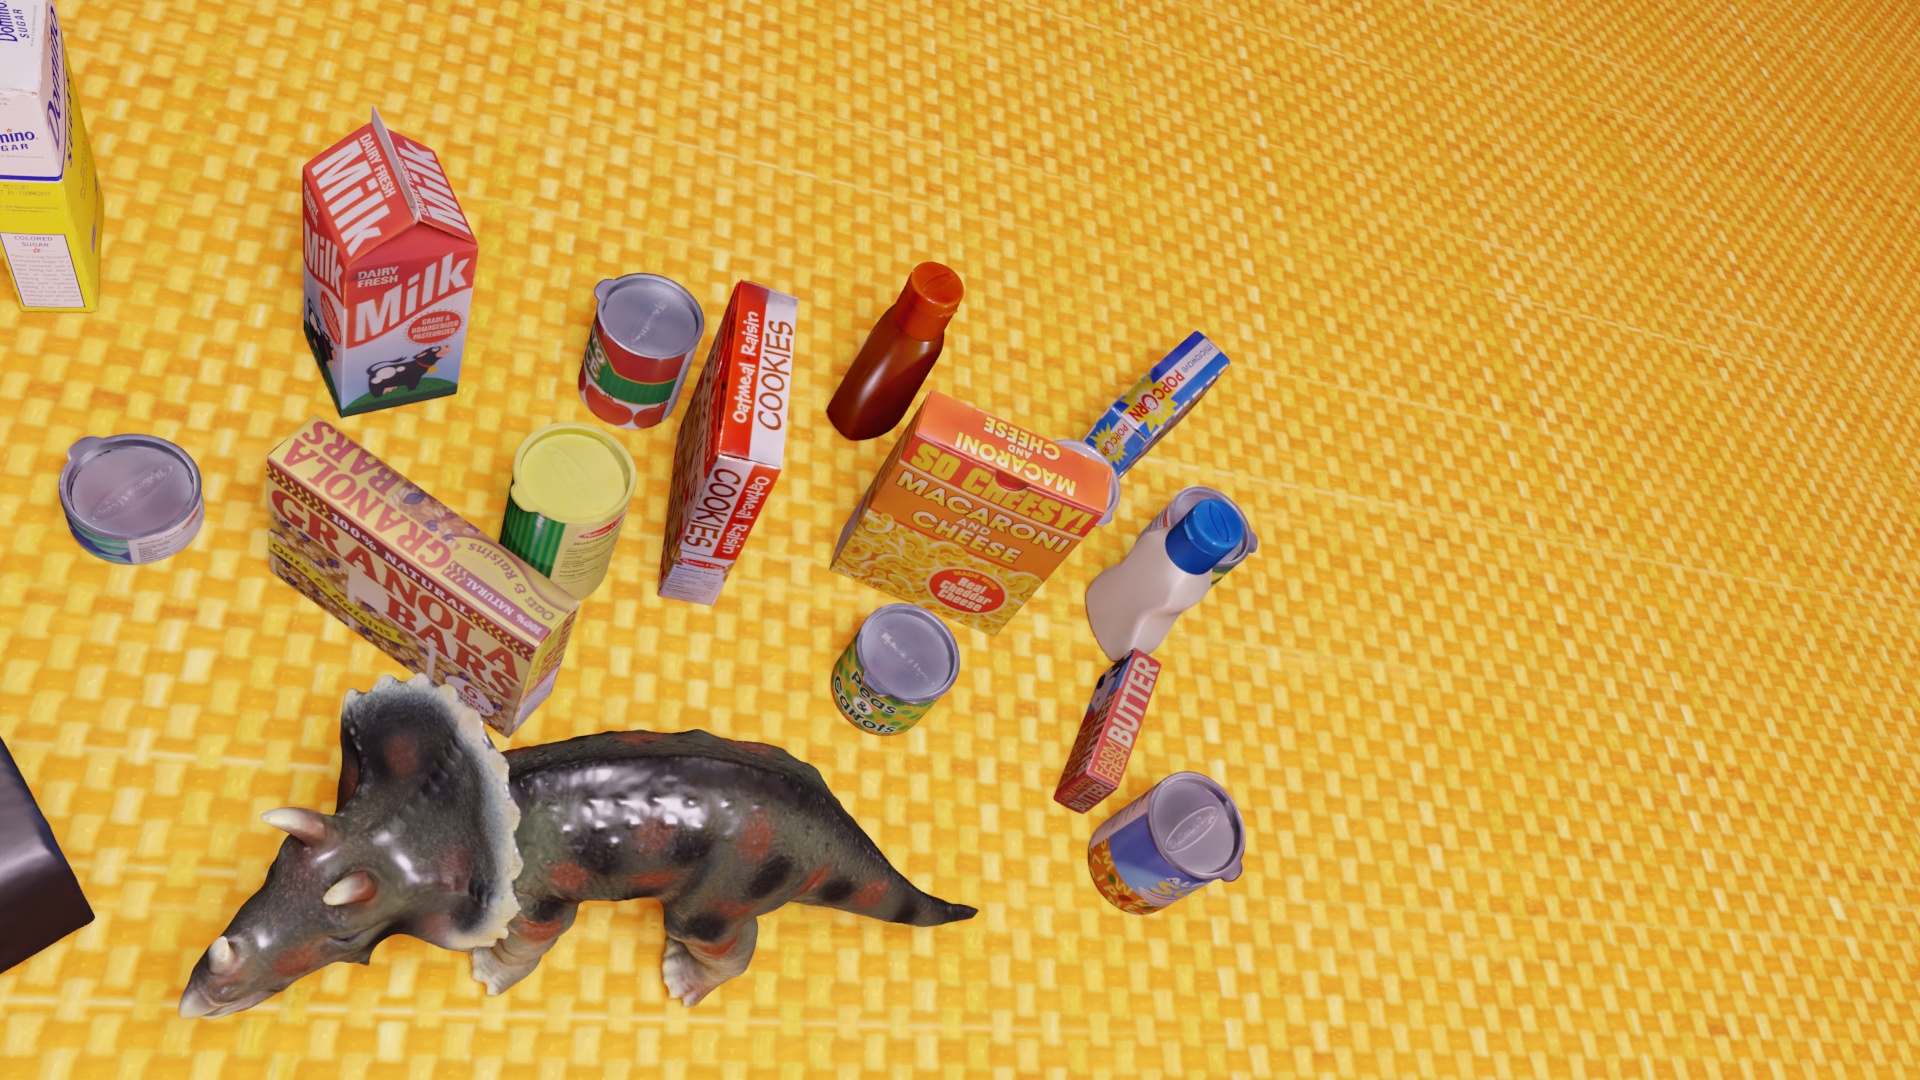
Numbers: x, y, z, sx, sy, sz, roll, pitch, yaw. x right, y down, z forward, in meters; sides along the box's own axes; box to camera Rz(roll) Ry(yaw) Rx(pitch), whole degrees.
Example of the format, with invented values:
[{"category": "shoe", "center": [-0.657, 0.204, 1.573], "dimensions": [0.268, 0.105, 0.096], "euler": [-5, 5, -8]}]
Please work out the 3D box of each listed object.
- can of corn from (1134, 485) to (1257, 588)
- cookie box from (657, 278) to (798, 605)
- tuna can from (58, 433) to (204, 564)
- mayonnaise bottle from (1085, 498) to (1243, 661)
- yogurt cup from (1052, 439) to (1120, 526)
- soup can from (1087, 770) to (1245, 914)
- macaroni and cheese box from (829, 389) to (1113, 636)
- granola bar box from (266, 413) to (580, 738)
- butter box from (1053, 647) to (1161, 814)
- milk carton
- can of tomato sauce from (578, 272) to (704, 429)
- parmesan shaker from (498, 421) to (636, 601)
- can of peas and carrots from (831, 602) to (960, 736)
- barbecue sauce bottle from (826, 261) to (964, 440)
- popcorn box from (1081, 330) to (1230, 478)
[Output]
[{"category": "can of corn", "center": [0.170, 0.004, 1.007], "dimensions": [0.071, 0.058, 0.071], "euler": [12, 57, -18]}, {"category": "cookie box", "center": [-0.142, -0.054, 0.830], "dimensions": [0.040, 0.166, 0.123], "euler": [12, 57, -18]}, {"category": "tuna can", "center": [-0.450, -0.024, 0.752], "dimensions": [0.071, 0.032, 0.071], "euler": [12, 56, -18]}, {"category": "mayonnaise bottle", "center": [0.134, 0.024, 0.921], "dimensions": [0.041, 0.147, 0.065], "euler": [-5, 63, -27]}, {"category": "yogurt cup", "center": [0.072, -0.030, 0.986], "dimensions": [0.072, 0.053, 0.073], "euler": [12, 57, -18]}, {"category": "soup can", "center": [0.127, 0.190, 0.856], "dimensions": [0.071, 0.083, 0.071], "euler": [12, 57, -18]}, {"category": "macaroni and cheese box", "center": [0.003, -0.011, 0.871], "dimensions": [0.124, 0.165, 0.040], "euler": [22, 54, -11]}, {"category": "granola bar box", "center": [-0.289, 0.024, 0.740], "dimensions": [0.165, 0.123, 0.039], "euler": [36, 53, -1]}, {"category": "butter box", "center": [0.096, 0.124, 0.902], "dimensions": [0.024, 0.053, 0.104], "euler": [31, 53, -5]}, {"category": "milk carton", "center": [-0.327, -0.155, 0.792], "dimensions": [0.074, 0.189, 0.072], "euler": [-19, 70, -32]}, {"category": "can of tomato sauce", "center": [-0.208, -0.121, 0.893], "dimensions": [0.071, 0.082, 0.071], "euler": [12, 57, -18]}, {"category": "parmesan shaker", "center": [-0.232, -0.012, 0.802], "dimensions": [0.071, 0.102, 0.071], "euler": [12, 57, -18]}, {"category": "can of peas and carrots", "center": [-0.043, 0.082, 0.860], "dimensions": [0.071, 0.058, 0.071], "euler": [12, 57, -18]}, {"category": "barbecue sauce bottle", "center": [-0.041, -0.126, 0.933], "dimensions": [0.065, 0.147, 0.044], "euler": [-32, 78, -36]}, {"category": "popcorn box", "center": [0.139, -0.094, 1.036], "dimensions": [0.038, 0.084, 0.127], "euler": [44, 53, 5]}]
